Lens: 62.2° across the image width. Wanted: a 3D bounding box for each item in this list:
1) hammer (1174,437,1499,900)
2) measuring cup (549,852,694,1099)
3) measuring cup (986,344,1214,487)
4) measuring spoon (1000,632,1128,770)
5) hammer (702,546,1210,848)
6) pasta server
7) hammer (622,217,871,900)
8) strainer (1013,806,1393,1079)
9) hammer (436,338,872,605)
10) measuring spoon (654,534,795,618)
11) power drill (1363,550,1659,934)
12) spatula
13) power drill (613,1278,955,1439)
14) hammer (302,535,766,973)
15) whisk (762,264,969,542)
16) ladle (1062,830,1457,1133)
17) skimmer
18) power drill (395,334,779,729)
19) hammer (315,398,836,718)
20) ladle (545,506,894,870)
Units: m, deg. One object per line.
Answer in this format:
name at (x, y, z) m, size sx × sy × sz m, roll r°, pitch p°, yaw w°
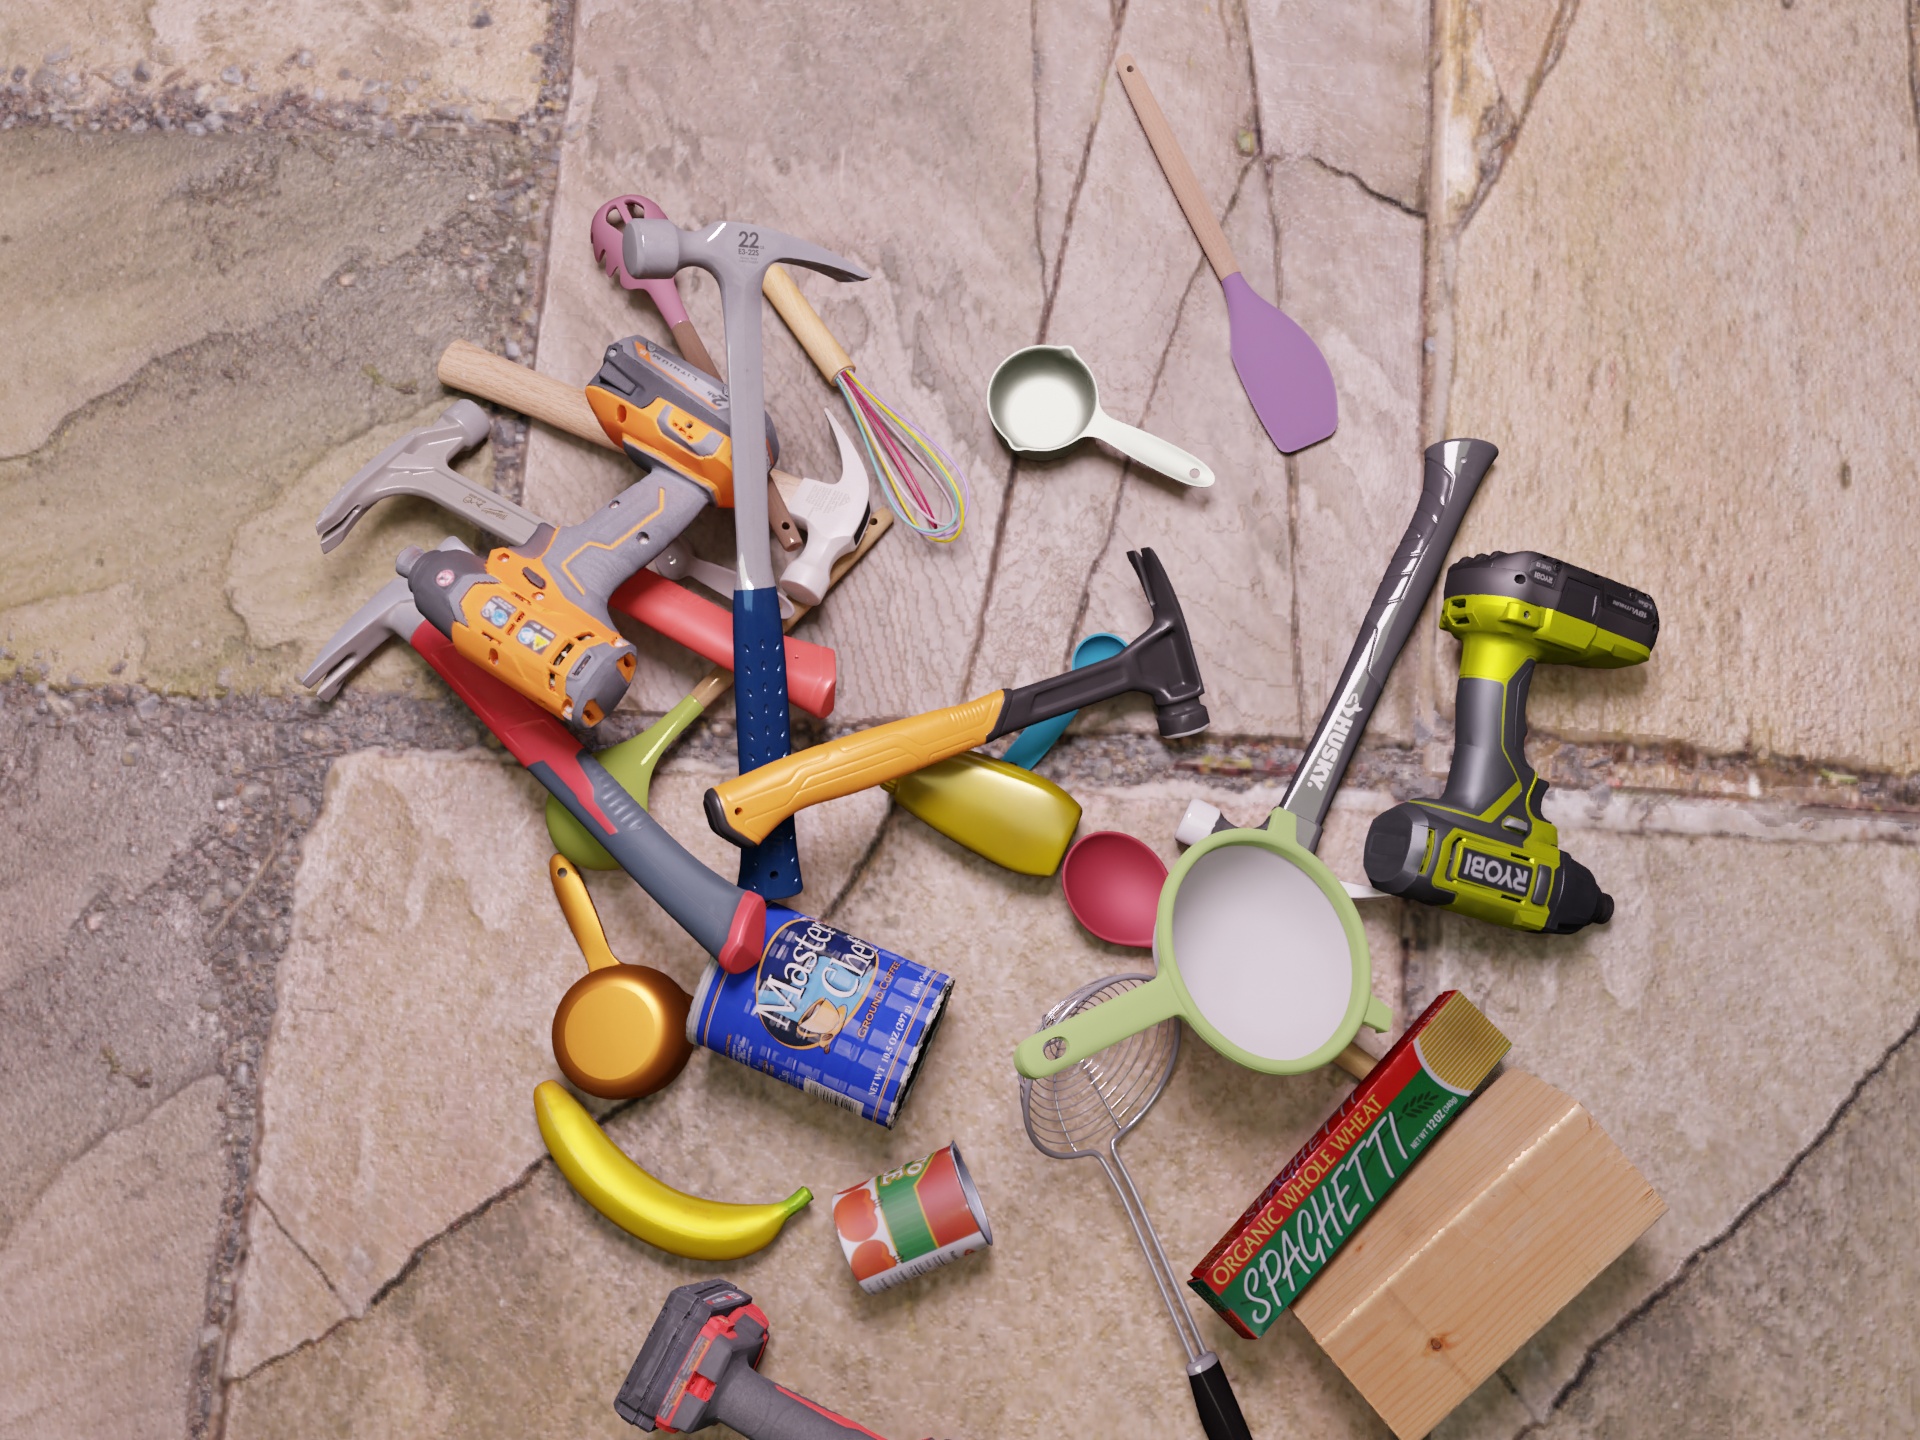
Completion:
hammer at (0.277, -0.038, 1.052) m, size 0.146 × 0.035 × 0.335 m, roll 25°, pitch 83°, yaw 8°
measuring cup at (-0.239, 0.165, 1.040) m, size 0.095 × 0.052 × 0.174 m, roll -25°, pitch 82°, yaw -1°
measuring cup at (0.096, -0.195, 1.090) m, size 0.167 × 0.038 × 0.083 m, roll 27°, pitch 83°, yaw 6°
measuring spoon at (0.067, -0.005, 1.072) m, size 0.042 × 0.021 × 0.128 m, roll 42°, pitch 94°, yaw 2°
hammer at (-0.002, -0.003, 0.993) m, size 0.337 × 0.034 × 0.127 m, roll -20°, pitch 98°, yaw -20°
pasta server at (-0.180, -0.245, 1.094) m, size 0.060 × 0.040 × 0.316 m, roll -26°, pitch 73°, yaw -8°
hammer at (-0.119, -0.092, 0.965) m, size 0.144 × 0.035 × 0.405 m, roll -7°, pitch 101°, yaw -26°
strainer at (0.129, 0.162, 0.952) m, size 0.256 × 0.069 × 0.151 m, roll -19°, pitch 77°, yaw -29°
hammer at (-0.214, -0.196, 1.104) m, size 0.331 × 0.031 × 0.130 m, roll 23°, pitch 70°, yaw 11°
measuring spoon at (-0.159, -0.097, 1.083) m, size 0.124 × 0.018 × 0.034 m, roll 26°, pitch 121°, yaw 23°
power drill at (0.358, 0.019, 1.006) m, size 0.171 × 0.080 × 0.223 m, roll 16°, pitch 84°, yaw -18°
spatula at (0.181, -0.334, 1.117) m, size 0.060 × 0.018 × 0.316 m, roll -24°, pitch 81°, yaw -2°
power drill at (-0.083, 0.423, 0.949) m, size 0.220 × 0.143 × 0.078 m, roll 25°, pitch 79°, yaw 14°
hammer at (-0.268, 0.036, 1.016) m, size 0.143 × 0.038 × 0.387 m, roll -45°, pitch 64°, yaw -9°
whisk at (-0.072, -0.220, 1.105) m, size 0.051 × 0.047 × 0.245 m, roll -31°, pitch 75°, yaw -14°
ladle at (0.198, 0.178, 1.024) m, size 0.315 × 0.031 × 0.069 m, roll 35°, pitch 76°, yaw 7°
skimmer at (0.138, 0.334, 0.969) m, size 0.127 × 0.090 × 0.363 m, roll -18°, pitch 80°, yaw -32°
power drill at (-0.236, -0.126, 0.997) m, size 0.164 × 0.084 × 0.226 m, roll 31°, pitch 76°, yaw 9°
hammer at (-0.241, -0.091, 1.052) m, size 0.359 × 0.036 × 0.149 m, roll 28°, pitch 56°, yaw 12°
ladle at (-0.157, -0.026, 1.081) m, size 0.078 × 0.062 × 0.320 m, roll 39°, pitch 78°, yaw 21°
